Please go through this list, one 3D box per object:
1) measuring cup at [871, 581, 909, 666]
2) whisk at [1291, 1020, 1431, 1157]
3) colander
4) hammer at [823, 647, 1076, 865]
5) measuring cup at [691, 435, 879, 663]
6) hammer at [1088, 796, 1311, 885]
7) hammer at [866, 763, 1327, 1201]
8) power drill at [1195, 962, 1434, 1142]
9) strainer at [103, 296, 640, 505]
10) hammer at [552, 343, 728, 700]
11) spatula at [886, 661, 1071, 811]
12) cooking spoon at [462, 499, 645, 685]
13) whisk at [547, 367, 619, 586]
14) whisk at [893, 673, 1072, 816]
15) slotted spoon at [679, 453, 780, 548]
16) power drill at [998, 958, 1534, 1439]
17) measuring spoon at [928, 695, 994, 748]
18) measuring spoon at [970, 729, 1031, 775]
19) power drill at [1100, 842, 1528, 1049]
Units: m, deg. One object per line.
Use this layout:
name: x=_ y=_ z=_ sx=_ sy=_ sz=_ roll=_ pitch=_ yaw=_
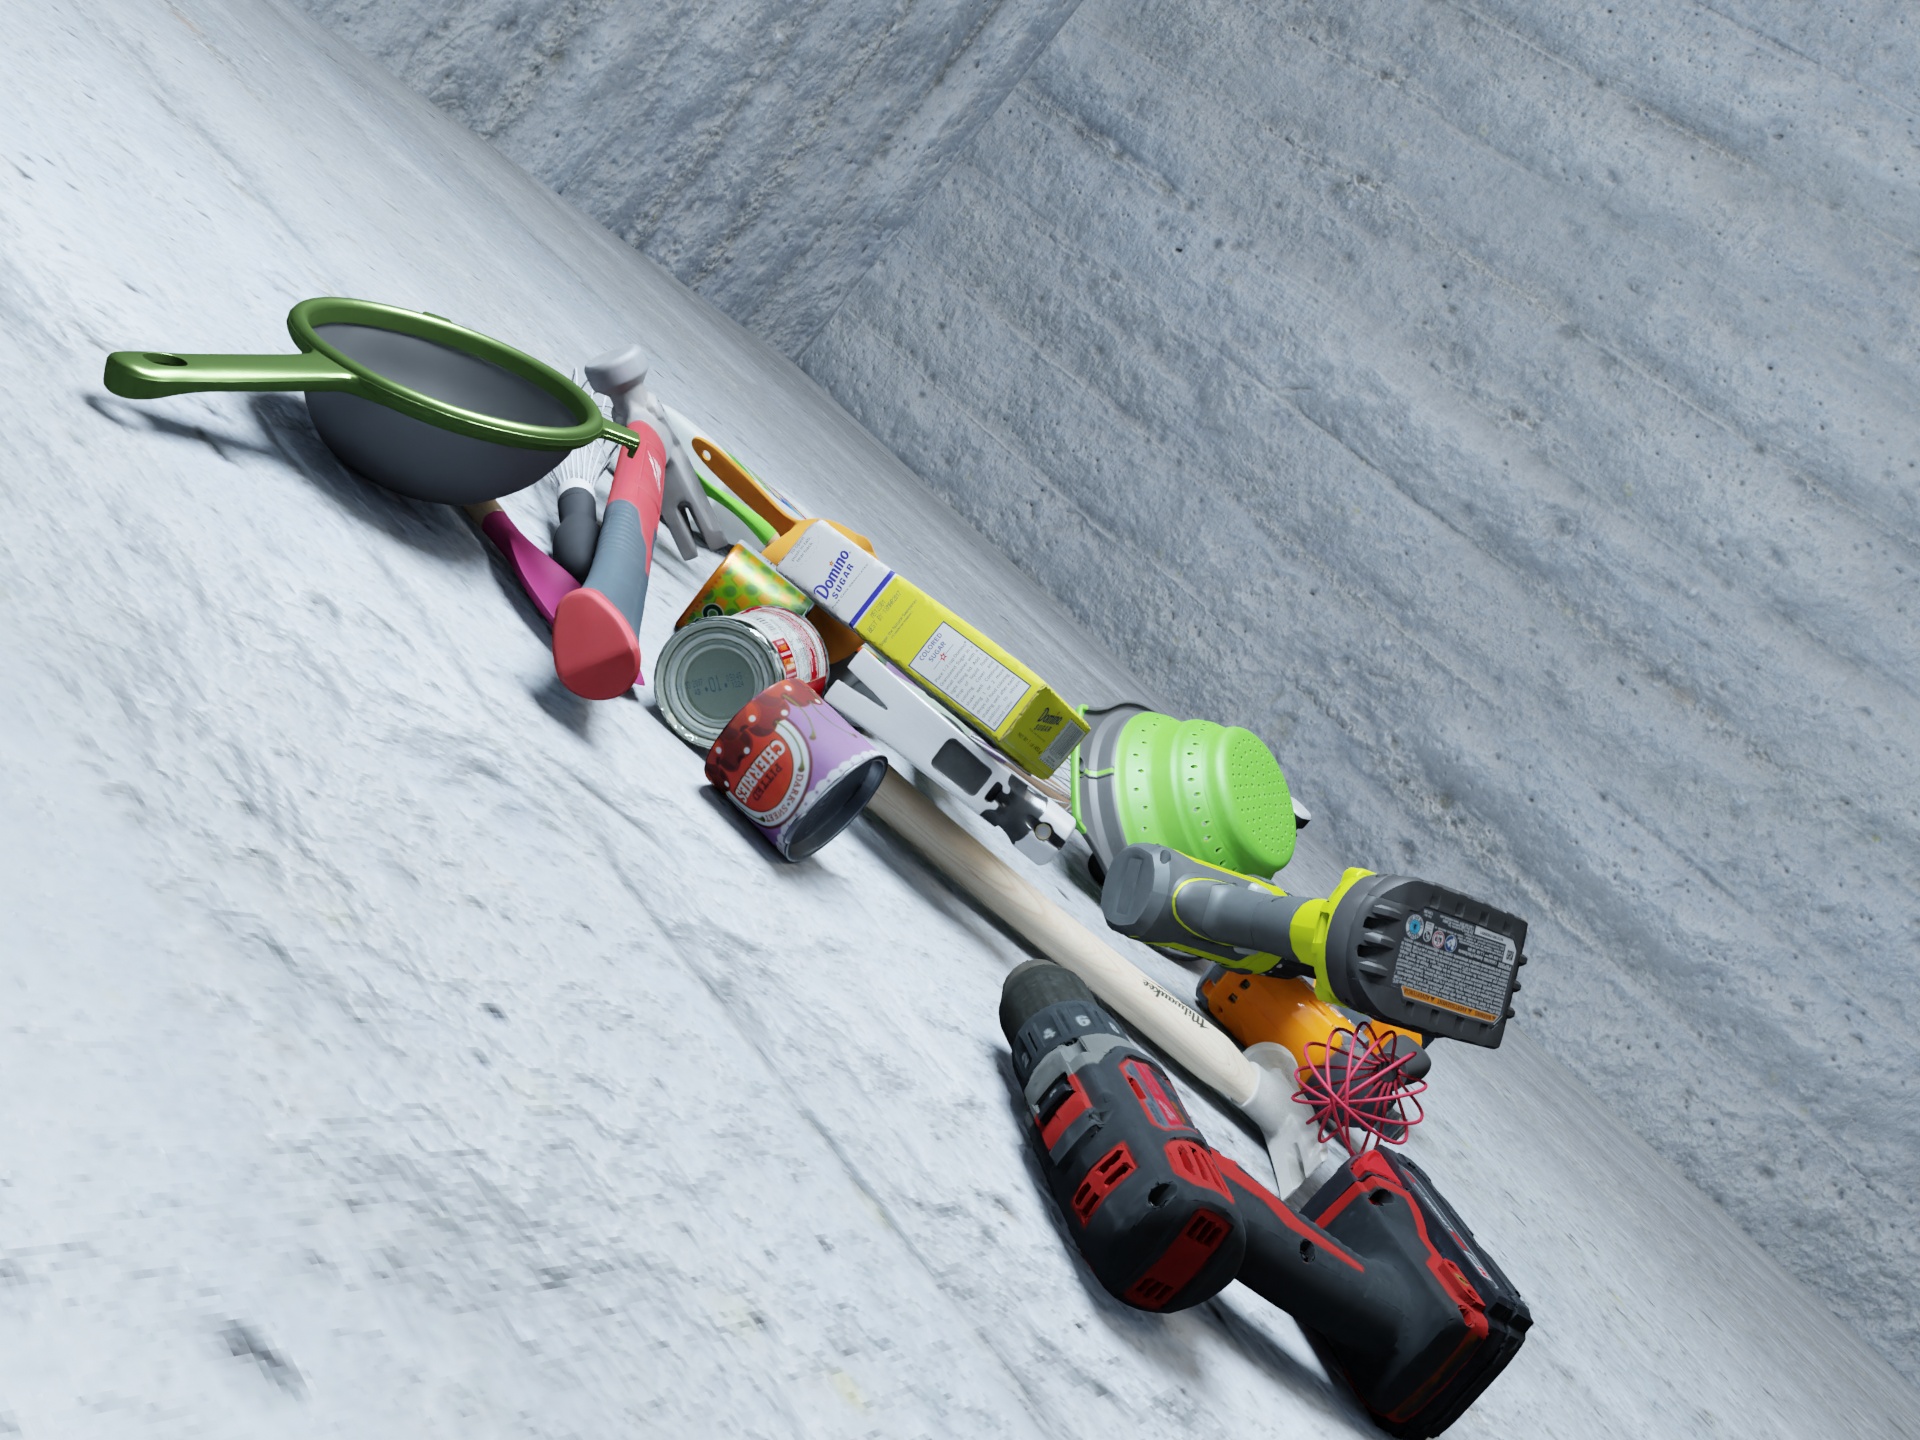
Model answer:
measuring cup: x=-0.043 y=-0.050 z=1.306 sx=0.167 sy=0.038 sz=0.083 roll=57 pitch=29 yaw=-47
whisk: x=0.249 y=0.208 z=0.939 sx=0.073 sy=0.073 sz=0.295 roll=44 pitch=11 yaw=21
colander: x=0.235 y=0.107 z=1.232 sx=0.396 sy=0.094 sz=0.205 roll=37 pitch=45 yaw=-39
hammer: x=-0.013 y=0.014 z=0.985 sx=0.146 sy=0.035 sz=0.335 roll=38 pitch=0 yaw=-4
measuring cup: x=-0.123 y=-0.108 z=1.011 sx=0.173 sy=0.095 sz=0.052 roll=45 pitch=50 yaw=-1
hammer: x=0.192 y=0.119 z=1.334 sx=0.034 sy=0.127 sz=0.336 roll=46 pitch=21 yaw=24
hammer: x=0.040 y=0.111 z=0.897 sx=0.410 sy=0.038 sz=0.146 roll=39 pitch=11 yaw=-4
power drill: x=0.271 y=0.227 z=1.146 sx=0.164 sy=0.084 sz=0.226 roll=45 pitch=15 yaw=23
strainer: x=-0.278 y=-0.135 z=0.728 sx=0.151 sy=0.069 sz=0.256 roll=32 pitch=22 yaw=17
hammer: x=-0.170 y=-0.091 z=0.854 sx=0.387 sy=0.038 sz=0.143 roll=-105 pitch=173 yaw=-63
spatula: x=0.054 y=0.041 z=1.294 sx=0.315 sy=0.018 sz=0.060 roll=38 pitch=45 yaw=-27
cooking spoon: x=-0.258 y=-0.119 z=0.839 sx=0.319 sy=0.017 sz=0.068 roll=46 pitch=8 yaw=29
whisk: x=-0.234 y=-0.145 z=0.961 sx=0.070 sy=0.070 sz=0.285 roll=35 pitch=16 yaw=-29
whisk: x=0.008 y=0.014 z=1.190 sx=0.246 sy=0.058 sz=0.059 roll=30 pitch=20 yaw=-26
slotted spoon: x=-0.109 y=-0.108 z=1.084 sx=0.313 sy=0.031 sz=0.070 roll=40 pitch=-4 yaw=-8
power drill: x=0.116 y=0.197 z=0.686 sx=0.226 sy=0.080 sz=0.188 roll=33 pitch=11 yaw=-25
measuring spoon: x=-0.002 y=-0.003 z=1.026 sx=0.021 sy=0.011 sz=0.117 roll=43 pitch=1 yaw=-30
measuring spoon: x=0.023 y=0.009 z=1.041 sx=0.034 sy=0.018 sz=0.124 roll=39 pitch=0 yaw=-29
power drill: x=0.221 y=0.133 z=0.959 sx=0.190 sy=0.080 sz=0.228 roll=20 pitch=-8 yaw=-29
